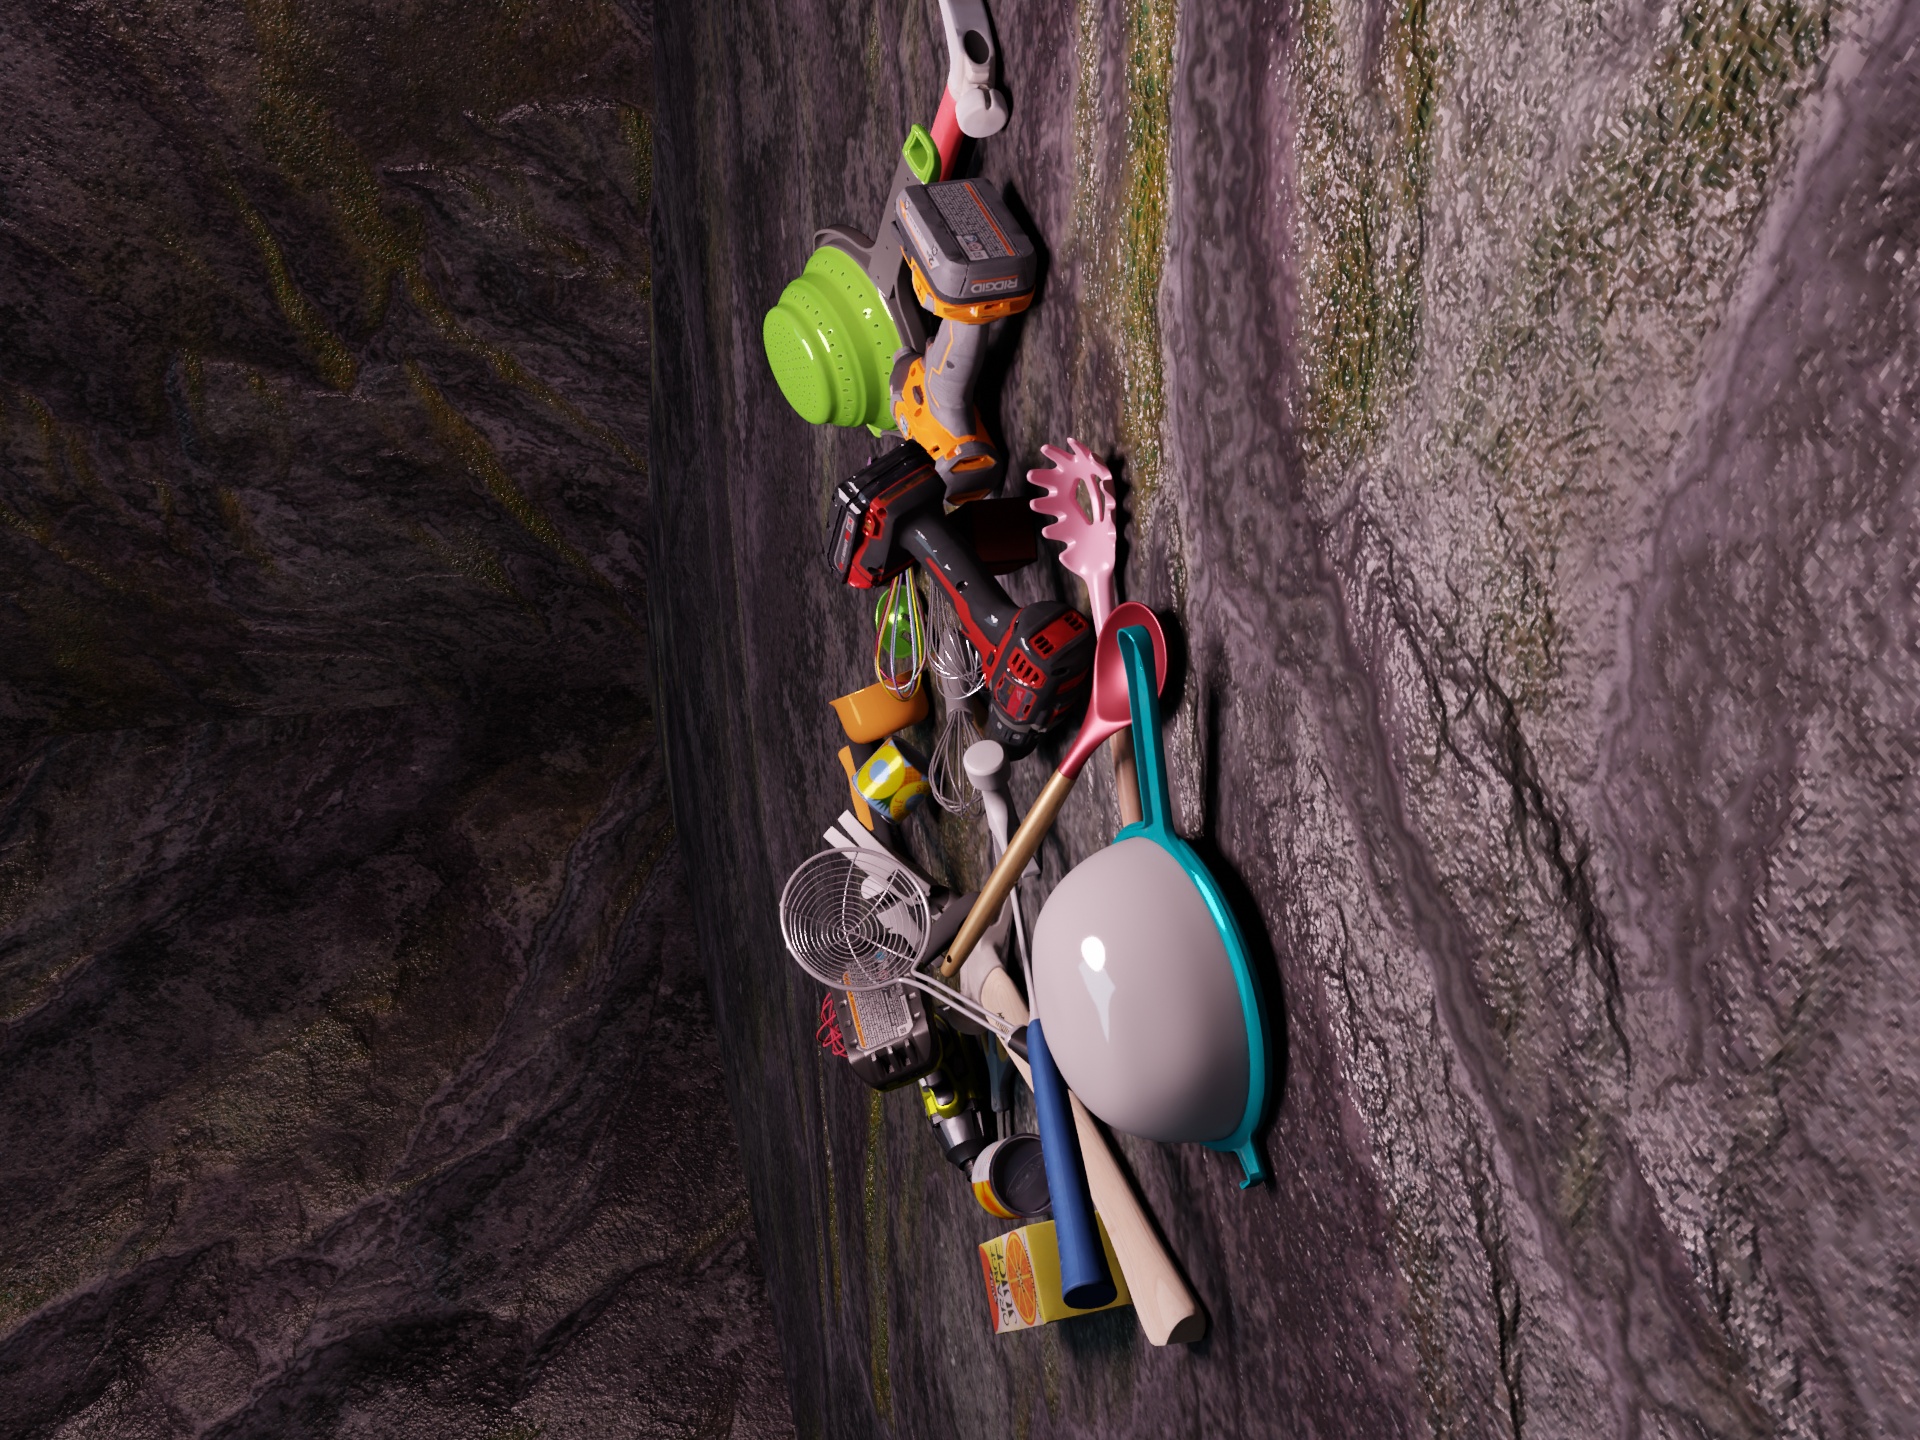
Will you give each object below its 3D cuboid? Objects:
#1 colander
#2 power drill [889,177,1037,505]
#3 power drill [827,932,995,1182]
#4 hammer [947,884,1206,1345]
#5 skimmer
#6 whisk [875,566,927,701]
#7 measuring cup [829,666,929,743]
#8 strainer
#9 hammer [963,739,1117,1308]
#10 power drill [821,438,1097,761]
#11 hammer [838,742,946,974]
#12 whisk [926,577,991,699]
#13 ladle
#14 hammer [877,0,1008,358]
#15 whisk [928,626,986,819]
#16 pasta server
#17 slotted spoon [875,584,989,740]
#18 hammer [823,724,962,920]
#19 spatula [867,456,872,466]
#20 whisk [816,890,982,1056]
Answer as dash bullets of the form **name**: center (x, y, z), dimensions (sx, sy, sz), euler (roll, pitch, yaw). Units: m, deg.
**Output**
- **colander**: center (-0.096, -0.361, 1.365), dimensions (0.204, 0.094, 0.397), euler (58, 159, 10)
- **power drill**: center (-0.012, -0.302, 1.242), dimensions (0.226, 0.084, 0.164), euler (99, 152, -50)
- **power drill**: center (-0.032, 0.302, 1.414), dimensions (0.223, 0.080, 0.171), euler (60, -172, -49)
- **hammer**: center (0.084, 0.292, 1.207), dimensions (0.411, 0.038, 0.146), euler (-124, 41, -54)
- **skimmer**: center (-0.003, 0.200, 1.233), dimensions (0.364, 0.127, 0.090), euler (22, 137, 47)
- **whisk**: center (-0.054, -0.134, 1.461), dimensions (0.051, 0.047, 0.245), euler (130, 143, -66)
- **measuring cup**: center (-0.072, -0.013, 1.583), dimensions (0.173, 0.095, 0.052), euler (-27, -85, -86)
- **strainer**: center (0.092, 0.114, 0.970), dimensions (0.211, 0.095, 0.340), euler (-147, 46, -65)
- **hammer**: center (0.056, 0.209, 1.116), dimensions (0.143, 0.035, 0.406), euler (73, -174, -48)
- **power drill**: center (-0.001, -0.077, 1.188), dimensions (0.227, 0.080, 0.187), euler (47, 155, 13)
- **hammer**: center (-0.084, 0.125, 1.667), dimensions (0.127, 0.034, 0.337), euler (59, -175, -32)
- **whisk**: center (-0.013, -0.123, 1.374), dimensions (0.285, 0.070, 0.070), euler (-105, 19, -44)
- **ladle**: center (0.059, 0.056, 1.064), dimensions (0.069, 0.031, 0.315), euler (52, 124, 39)
- **hammer**: center (-0.036, -0.443, 1.359), dimensions (0.386, 0.038, 0.143), euler (122, 140, -64)
- **whisk**: center (-0.003, -0.004, 1.330), dimensions (0.239, 0.055, 0.055), euler (-94, 10, -51)
- **pasta server**: center (0.098, -0.029, 1.059), dimensions (0.060, 0.040, 0.316), euler (-10, 88, 40)
- **slotted spoon**: center (-0.015, -0.043, 1.443), dimensions (0.314, 0.031, 0.070), euler (53, 128, 56)
- **hammer**: center (-0.087, 0.077, 1.606), dimensions (0.035, 0.146, 0.335), euler (-47, 25, 12)
- **spatula**: center (-0.083, -0.206, 1.535), dimensions (0.316, 0.018, 0.059), euler (-107, 18, -71)
- **whisk**: center (-0.056, 0.241, 1.509), dimensions (0.295, 0.073, 0.073), euler (-48, 46, 40)
